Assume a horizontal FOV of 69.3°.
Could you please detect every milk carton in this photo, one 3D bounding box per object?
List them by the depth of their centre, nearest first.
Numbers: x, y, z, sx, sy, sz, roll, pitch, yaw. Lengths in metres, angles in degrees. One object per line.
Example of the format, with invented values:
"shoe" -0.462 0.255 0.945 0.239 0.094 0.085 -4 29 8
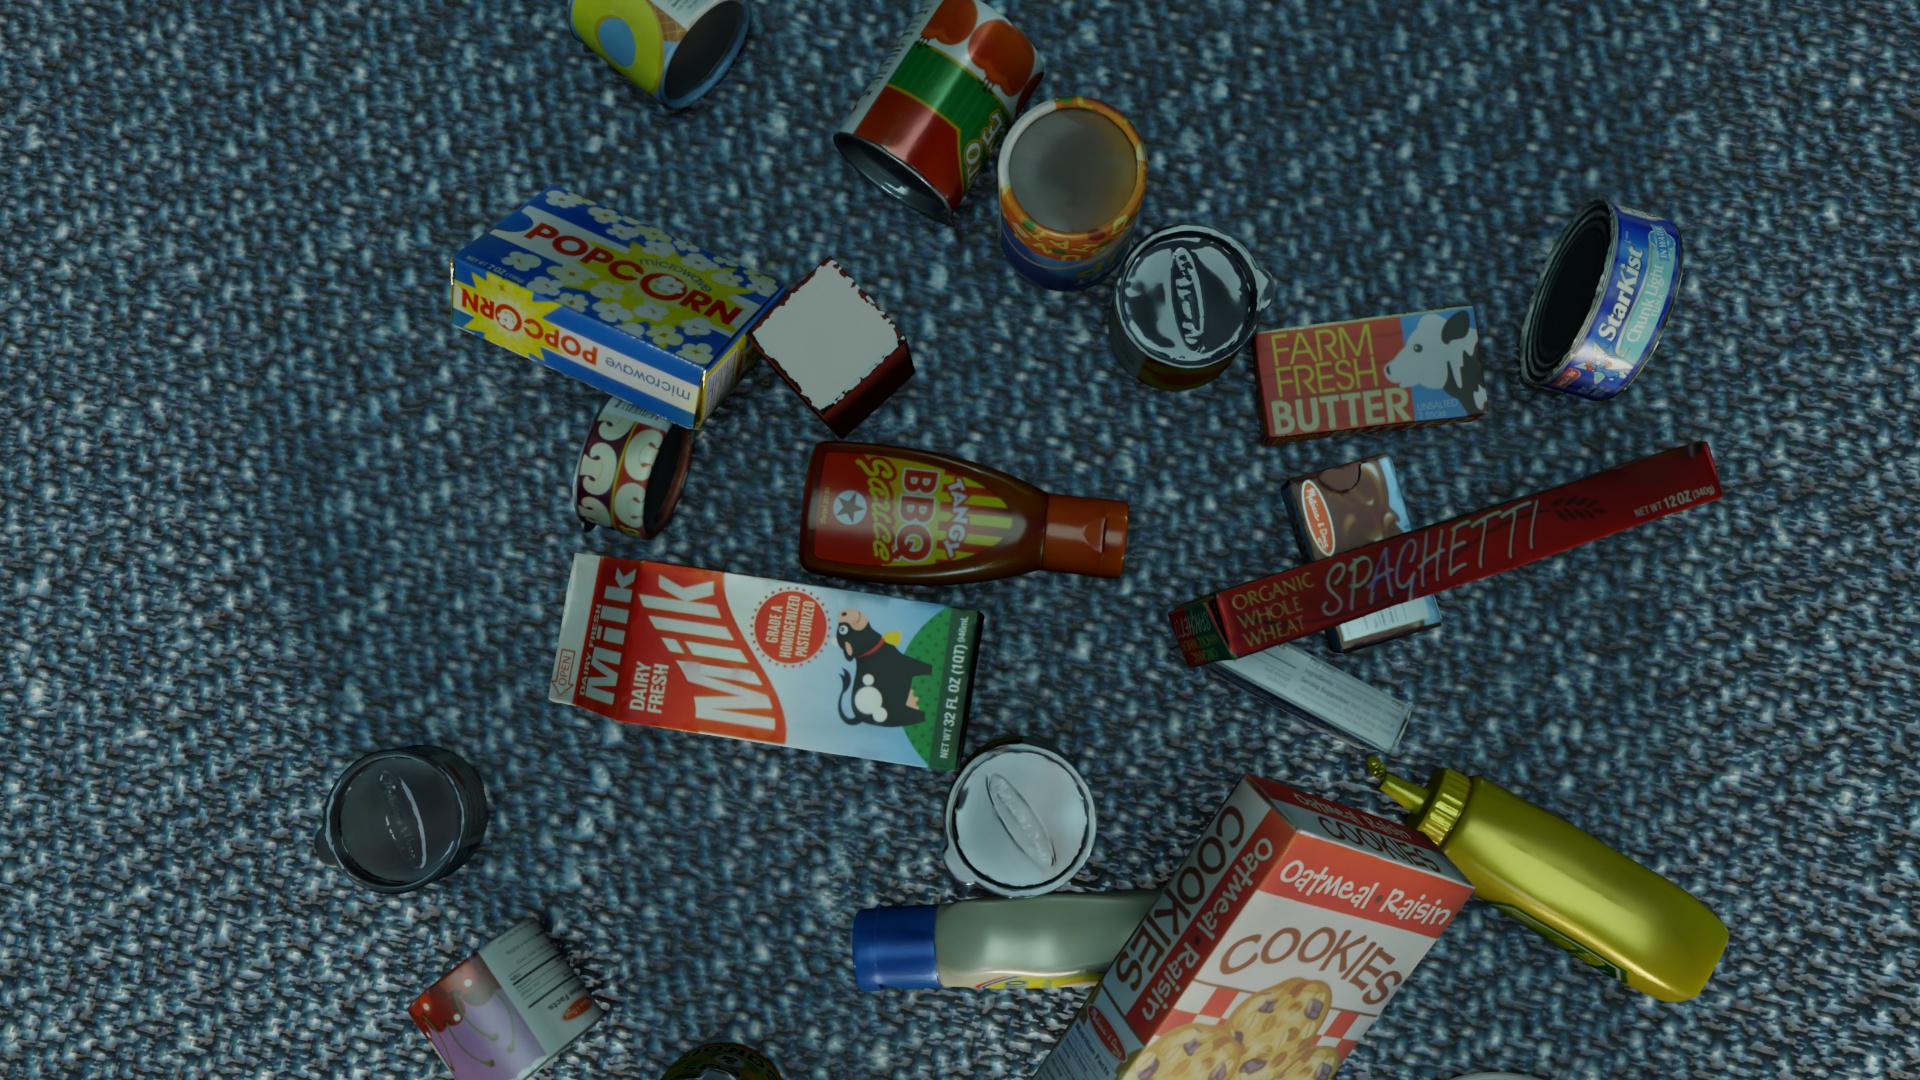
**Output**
"milk carton" -0.089 0.053 0.629 0.191 0.073 0.072 9 86 3

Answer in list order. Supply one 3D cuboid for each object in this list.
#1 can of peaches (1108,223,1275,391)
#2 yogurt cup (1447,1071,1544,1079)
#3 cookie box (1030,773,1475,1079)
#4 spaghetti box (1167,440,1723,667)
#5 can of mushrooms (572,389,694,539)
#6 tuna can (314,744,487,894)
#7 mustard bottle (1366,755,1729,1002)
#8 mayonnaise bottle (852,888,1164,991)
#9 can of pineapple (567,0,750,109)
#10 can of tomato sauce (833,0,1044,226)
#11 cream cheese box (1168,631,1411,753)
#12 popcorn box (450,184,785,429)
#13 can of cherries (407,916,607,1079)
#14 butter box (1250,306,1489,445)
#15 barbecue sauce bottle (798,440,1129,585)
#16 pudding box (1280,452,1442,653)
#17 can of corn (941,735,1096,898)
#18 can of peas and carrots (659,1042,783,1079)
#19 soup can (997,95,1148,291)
"can of peaches" 0.105 -0.106 0.643 0.071 0.058 0.071 0 85 2
"yogurt cup" 0.238 0.272 0.603 0.072 0.072 0.054 -9 93 2
"cookie box" 0.120 0.184 0.574 0.123 0.040 0.167 23 105 -36
"spaghetti box" 0.211 0.005 0.602 0.251 0.050 0.028 -16 84 -14
"can of mushrooms" -0.150 -0.033 0.643 0.033 0.071 0.071 17 86 3
"tuna can" -0.261 0.130 0.650 0.071 0.033 0.071 0 85 2
"mustard bottle" 0.250 0.143 0.616 0.160 0.065 0.049 30 82 11
"mayonnaise bottle" 0.028 0.180 0.621 0.148 0.064 0.041 -5 67 6
"can of pineapple" -0.143 -0.248 0.662 0.058 0.071 0.071 39 88 5
"can of tomato sauce" -0.008 -0.202 0.652 0.071 0.071 0.083 33 87 4
"cream cheese box" 0.147 0.062 0.629 0.104 0.053 0.024 27 86 4
"popcorn box" -0.155 -0.109 0.640 0.127 0.085 0.038 24 131 4
"can of cherries" -0.205 0.214 0.624 0.071 0.071 0.058 -39 85 -1
"butter box" 0.191 -0.077 0.654 0.103 0.024 0.053 -7 84 1
"barbecue sauce bottle" 0.002 -0.008 0.646 0.148 0.043 0.065 6 85 2
"pudding box" 0.185 0.006 0.644 0.050 0.030 0.083 -16 85 2
"can of corn" 0.025 0.124 0.626 0.071 0.058 0.071 0 86 2
"can of peas and carrots" -0.111 0.262 0.620 0.071 0.058 0.071 0 85 2
"soup can" 0.052 -0.155 0.636 0.071 0.083 0.071 0 86 2
